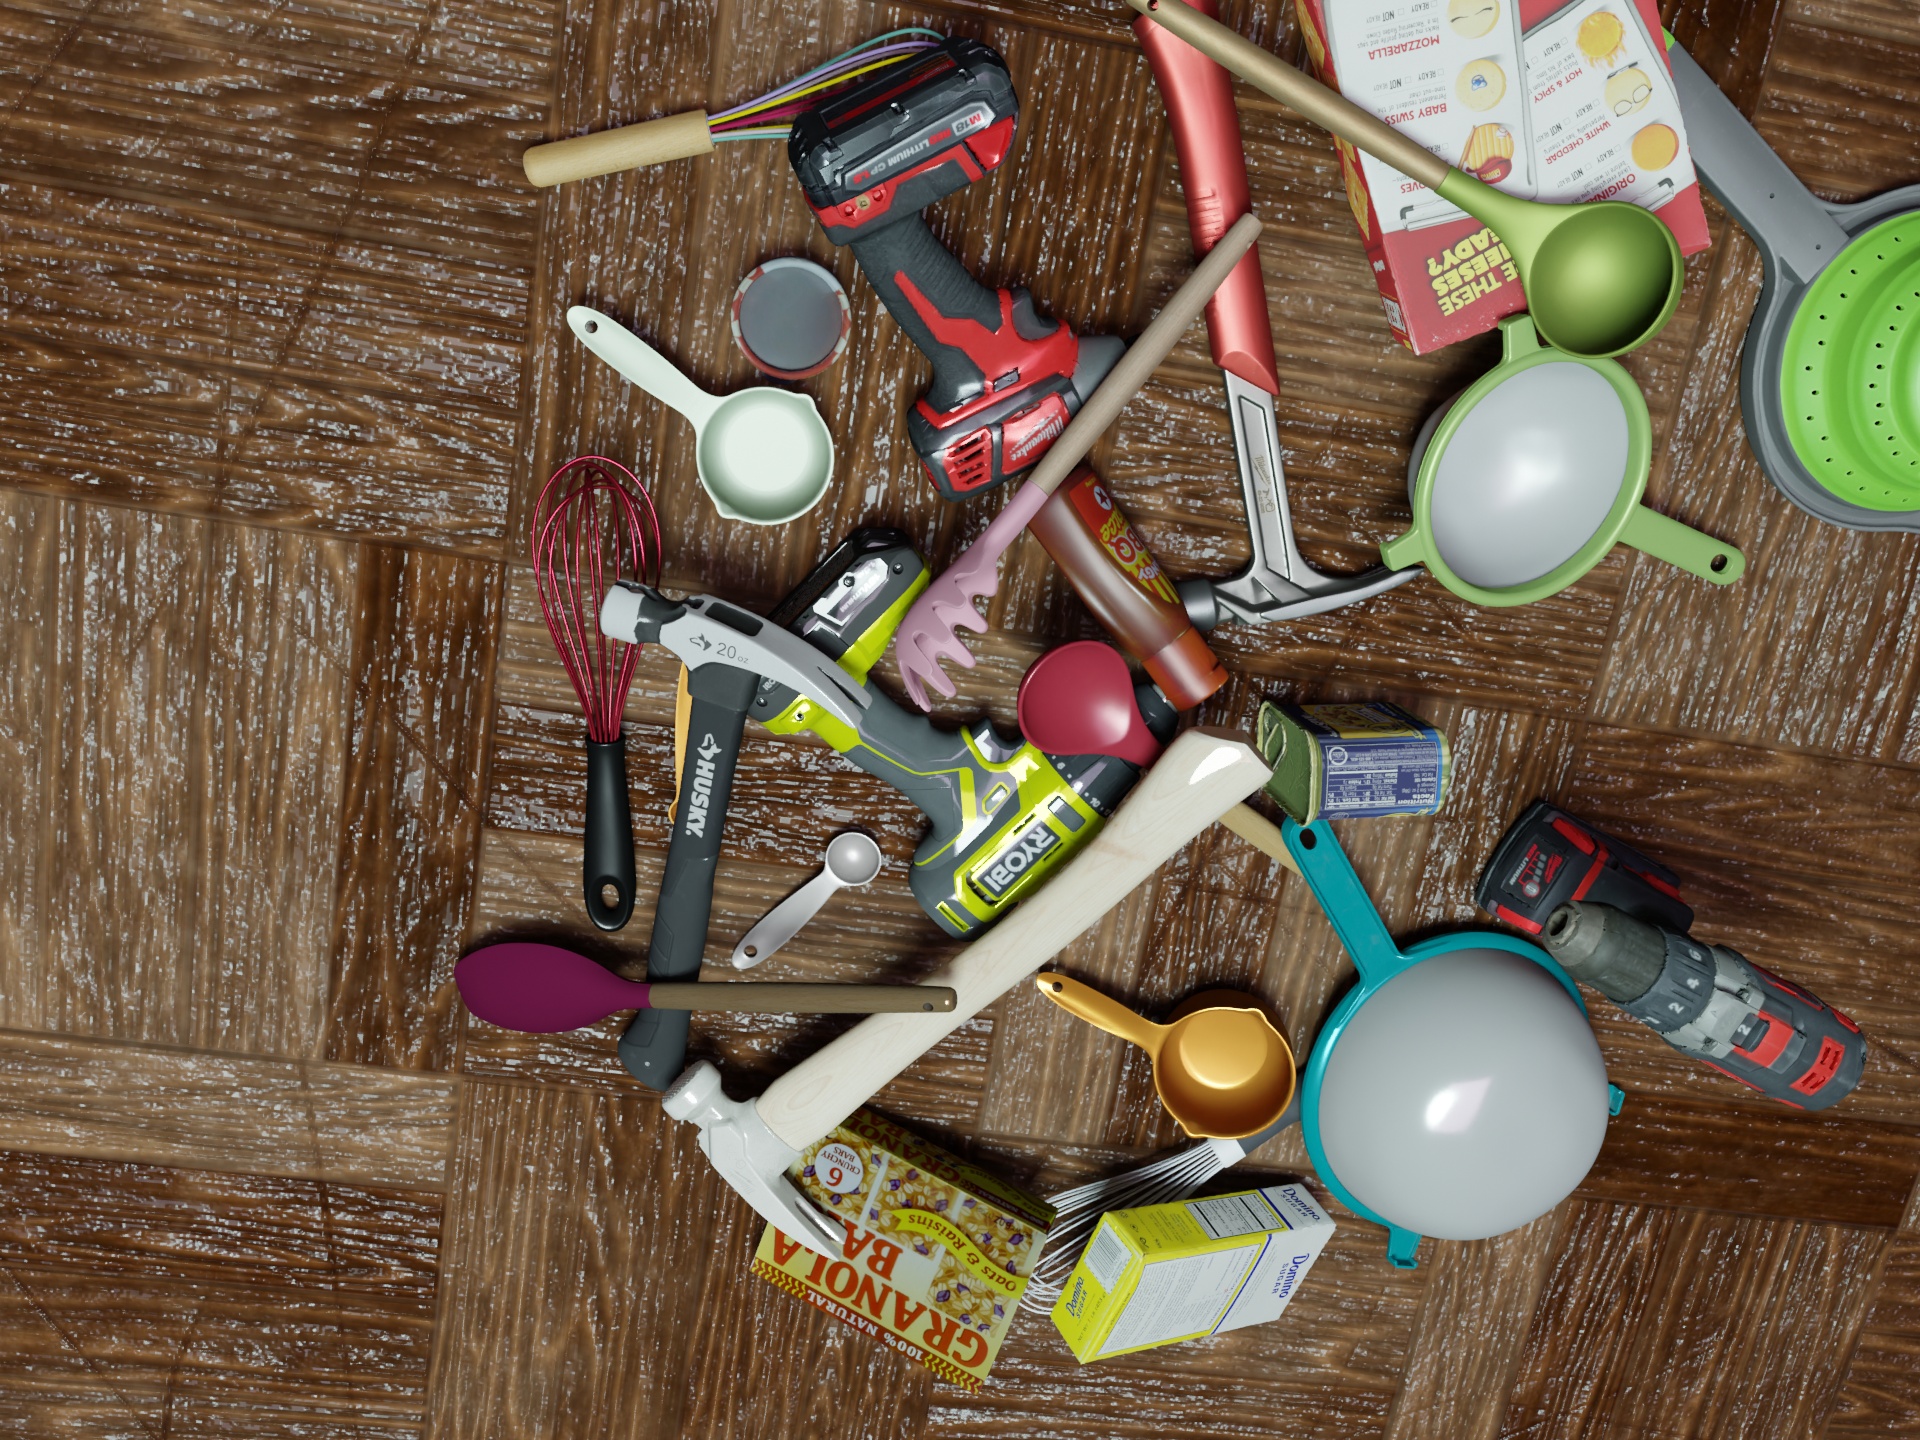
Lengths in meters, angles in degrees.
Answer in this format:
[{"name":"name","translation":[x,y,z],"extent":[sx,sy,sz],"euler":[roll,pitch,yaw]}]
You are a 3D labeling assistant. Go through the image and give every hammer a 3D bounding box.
[{"name":"hammer","translation":[0.017,0.153,0.920],"extent":[0.410,0.038,0.146],"euler":[-40,98,15]},{"name":"hammer","translation":[-0.149,0.086,0.913],"extent":[0.146,0.035,0.334],"euler":[18,121,5]},{"name":"hammer","translation":[0.165,-0.232,0.897],"extent":[0.149,0.037,0.359],"euler":[-13,107,-1]}]

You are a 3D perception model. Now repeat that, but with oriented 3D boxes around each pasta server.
[{"name":"pasta server","translation":[0.064,-0.141,0.850],"extent":[0.040,0.060,0.316],"euler":[39,89,17]}]

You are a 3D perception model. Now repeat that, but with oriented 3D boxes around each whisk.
[{"name":"whisk","translation":[-0.113,-0.322,0.845],"extent":[0.245,0.047,0.051],"euler":[-12,108,2]},{"name":"whisk","translation":[0.146,0.295,1.037],"extent":[0.284,0.070,0.070],"euler":[-33,106,0]},{"name":"whisk","translation":[-0.207,-0.008,0.920],"extent":[0.073,0.073,0.295],"euler":[1,112,-5]}]

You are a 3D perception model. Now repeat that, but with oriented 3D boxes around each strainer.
[{"name":"strainer","translation":[0.358,-0.133,0.936],"extent":[0.256,0.069,0.151],"euler":[16,109,-27]},{"name":"strainer","translation":[0.297,0.197,0.976],"extent":[0.211,0.095,0.340],"euler":[-35,112,-4]}]

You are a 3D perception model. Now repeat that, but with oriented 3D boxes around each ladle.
[{"name":"ladle","translation":[0.144,0.042,0.933],"extent":[0.315,0.031,0.069],"euler":[34,99,-32]},{"name":"ladle","translation":[0.223,-0.286,0.807],"extent":[0.320,0.062,0.078],"euler":[30,122,-4]}]

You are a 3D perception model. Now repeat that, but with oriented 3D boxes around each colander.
[{"name":"colander","translation":[0.507,-0.253,0.890],"extent":[0.397,0.094,0.204],"euler":[40,99,-14]}]

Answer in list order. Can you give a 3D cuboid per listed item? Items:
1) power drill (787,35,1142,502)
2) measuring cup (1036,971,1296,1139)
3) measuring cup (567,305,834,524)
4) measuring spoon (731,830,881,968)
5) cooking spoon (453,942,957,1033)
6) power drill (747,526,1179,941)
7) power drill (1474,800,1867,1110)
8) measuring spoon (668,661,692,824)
[{"name":"power drill","translation":[0.011,-0.233,0.842],"extent":[0.143,0.079,0.219],"euler":[-26,125,3]},{"name":"measuring cup","translation":[0.130,0.196,1.014],"extent":[0.173,0.052,0.095],"euler":[26,104,7]},{"name":"measuring cup","translation":[-0.145,-0.176,0.886],"extent":[0.167,0.038,0.083],"euler":[36,100,-11]},{"name":"measuring spoon","translation":[-0.097,0.112,0.986],"extent":[0.124,0.018,0.034],"euler":[-42,98,14]},{"name":"cooking spoon","translation":[-0.155,0.160,0.924],"extent":[0.319,0.017,0.068],"euler":[-2,118,17]},{"name":"power drill","translation":[-0.001,-0.003,0.928],"extent":[0.190,0.080,0.228],"euler":[-44,108,8]},{"name":"power drill","translation":[0.383,0.124,0.917],"extent":[0.187,0.227,0.080],"euler":[27,102,-12]},{"name":"measuring spoon","translation":[-0.161,0.008,0.952],"extent":[0.021,0.011,0.117],"euler":[6,102,-5]}]
